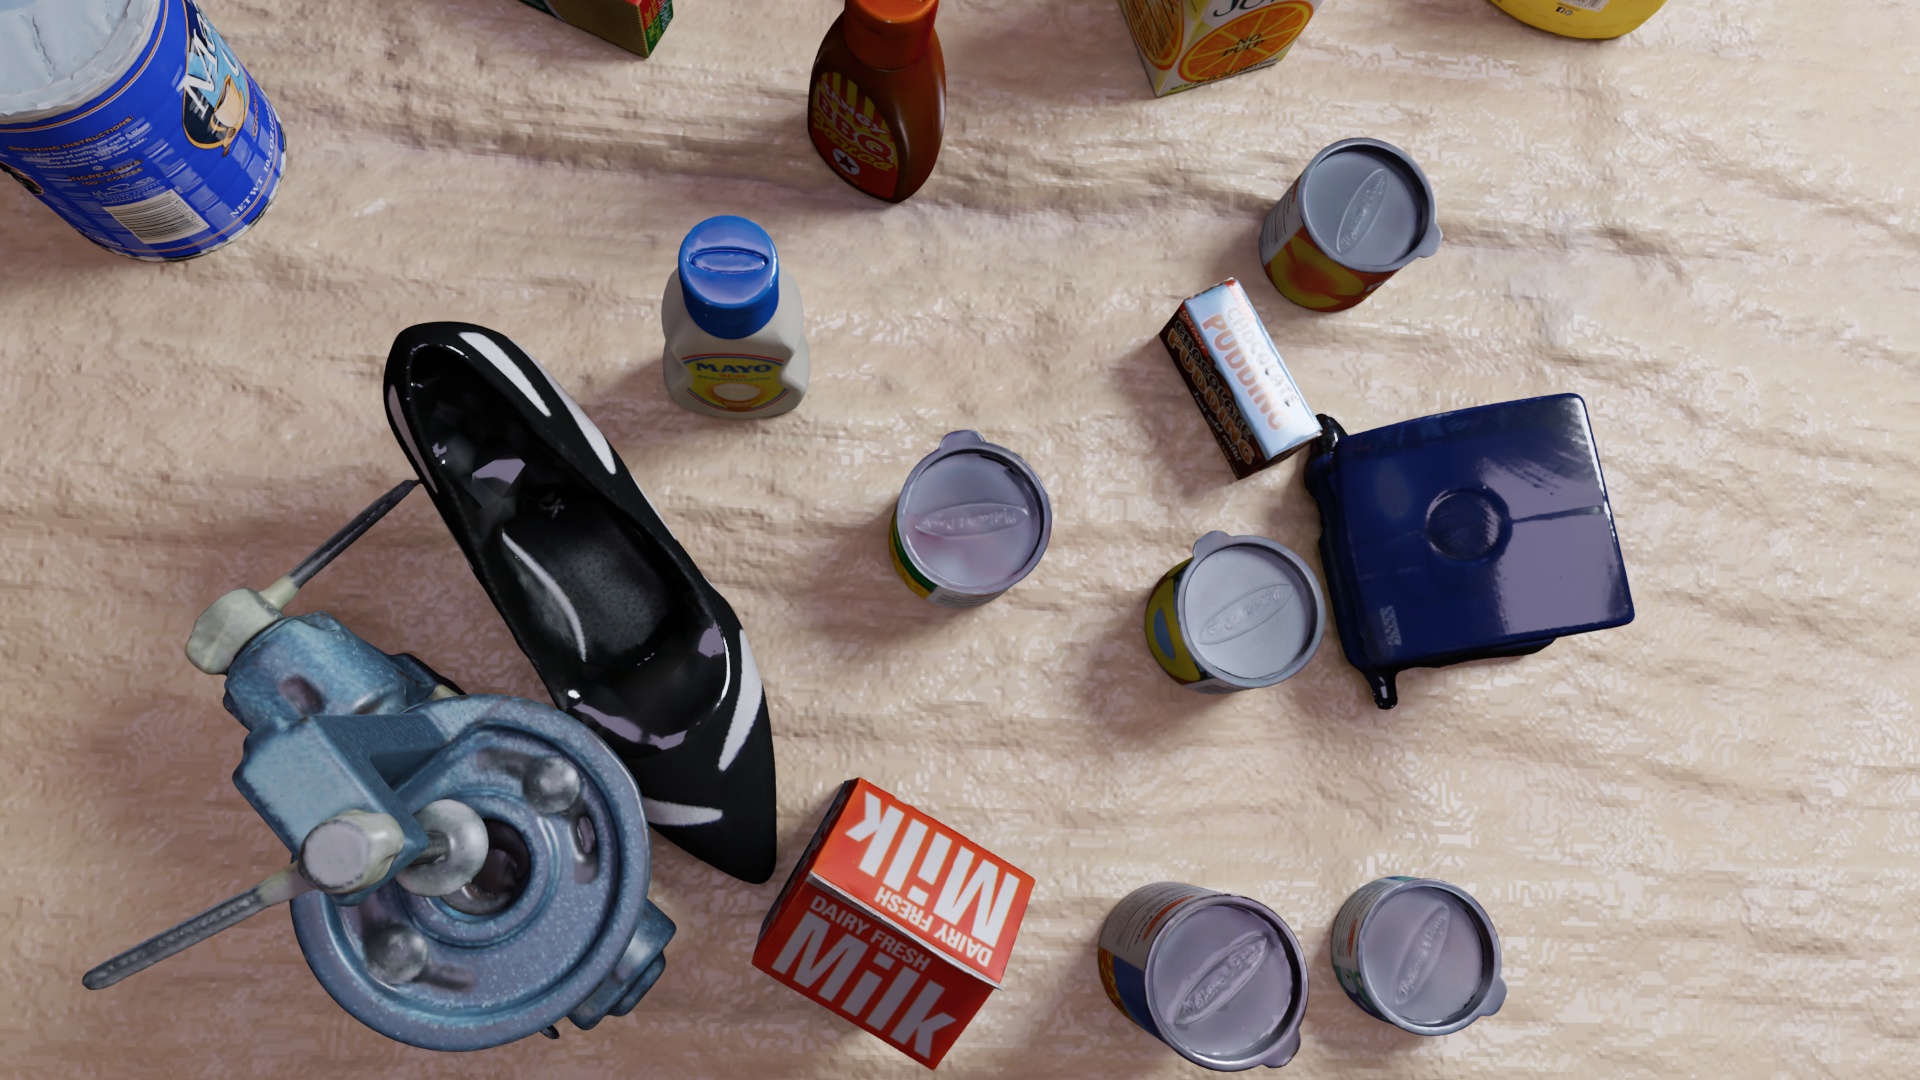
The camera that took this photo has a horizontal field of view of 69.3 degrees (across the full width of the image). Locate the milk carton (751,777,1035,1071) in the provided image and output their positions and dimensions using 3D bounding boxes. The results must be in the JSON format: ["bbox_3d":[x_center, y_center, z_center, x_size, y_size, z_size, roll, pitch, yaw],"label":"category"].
[{"bbox_3d":[-0.028,0.136,0.513,0.072,0.190,0.073,30,78,-1],"label":"milk carton"}]

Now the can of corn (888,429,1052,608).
[{"bbox_3d":[0.002,-0.008,0.612,0.071,0.058,0.071,1,80,-7],"label":"can of corn"}]

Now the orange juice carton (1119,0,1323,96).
[{"bbox_3d":[0.130,-0.280,0.611,0.072,0.192,0.073,-19,83,-10],"label":"orange juice carton"}]

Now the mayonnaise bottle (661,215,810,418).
[{"bbox_3d":[-0.093,-0.087,0.568,0.065,0.148,0.041,0,80,-7],"label":"mayonnaise bottle"}]

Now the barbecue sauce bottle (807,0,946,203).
[{"bbox_3d":[-0.034,-0.200,0.597,0.065,0.148,0.044,39,78,1],"label":"barbecue sauce bottle"}]

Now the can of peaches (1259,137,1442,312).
[{"bbox_3d":[0.185,-0.147,0.662,0.071,0.058,0.071,1,80,-7],"label":"can of peaches"}]

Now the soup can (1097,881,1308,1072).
[{"bbox_3d":[0.099,0.180,0.577,0.071,0.083,0.071,1,80,-7],"label":"soup can"}]

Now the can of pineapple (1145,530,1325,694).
[{"bbox_3d":[0.120,0.033,0.620,0.071,0.057,0.071,1,80,-7],"label":"can of pineapple"}]

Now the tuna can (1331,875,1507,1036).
[{"bbox_3d":[0.203,0.184,0.616,0.071,0.032,0.071,1,79,-7],"label":"tuna can"}]

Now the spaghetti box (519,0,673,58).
[{"bbox_3d":[-0.252,-0.295,0.636,0.250,0.050,0.029,24,78,-3],"label":"spaghetti box"}]

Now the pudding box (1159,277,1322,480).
[{"bbox_3d":[0.129,-0.074,0.645,0.030,0.049,0.084,-26,84,-11],"label":"pudding box"}]
